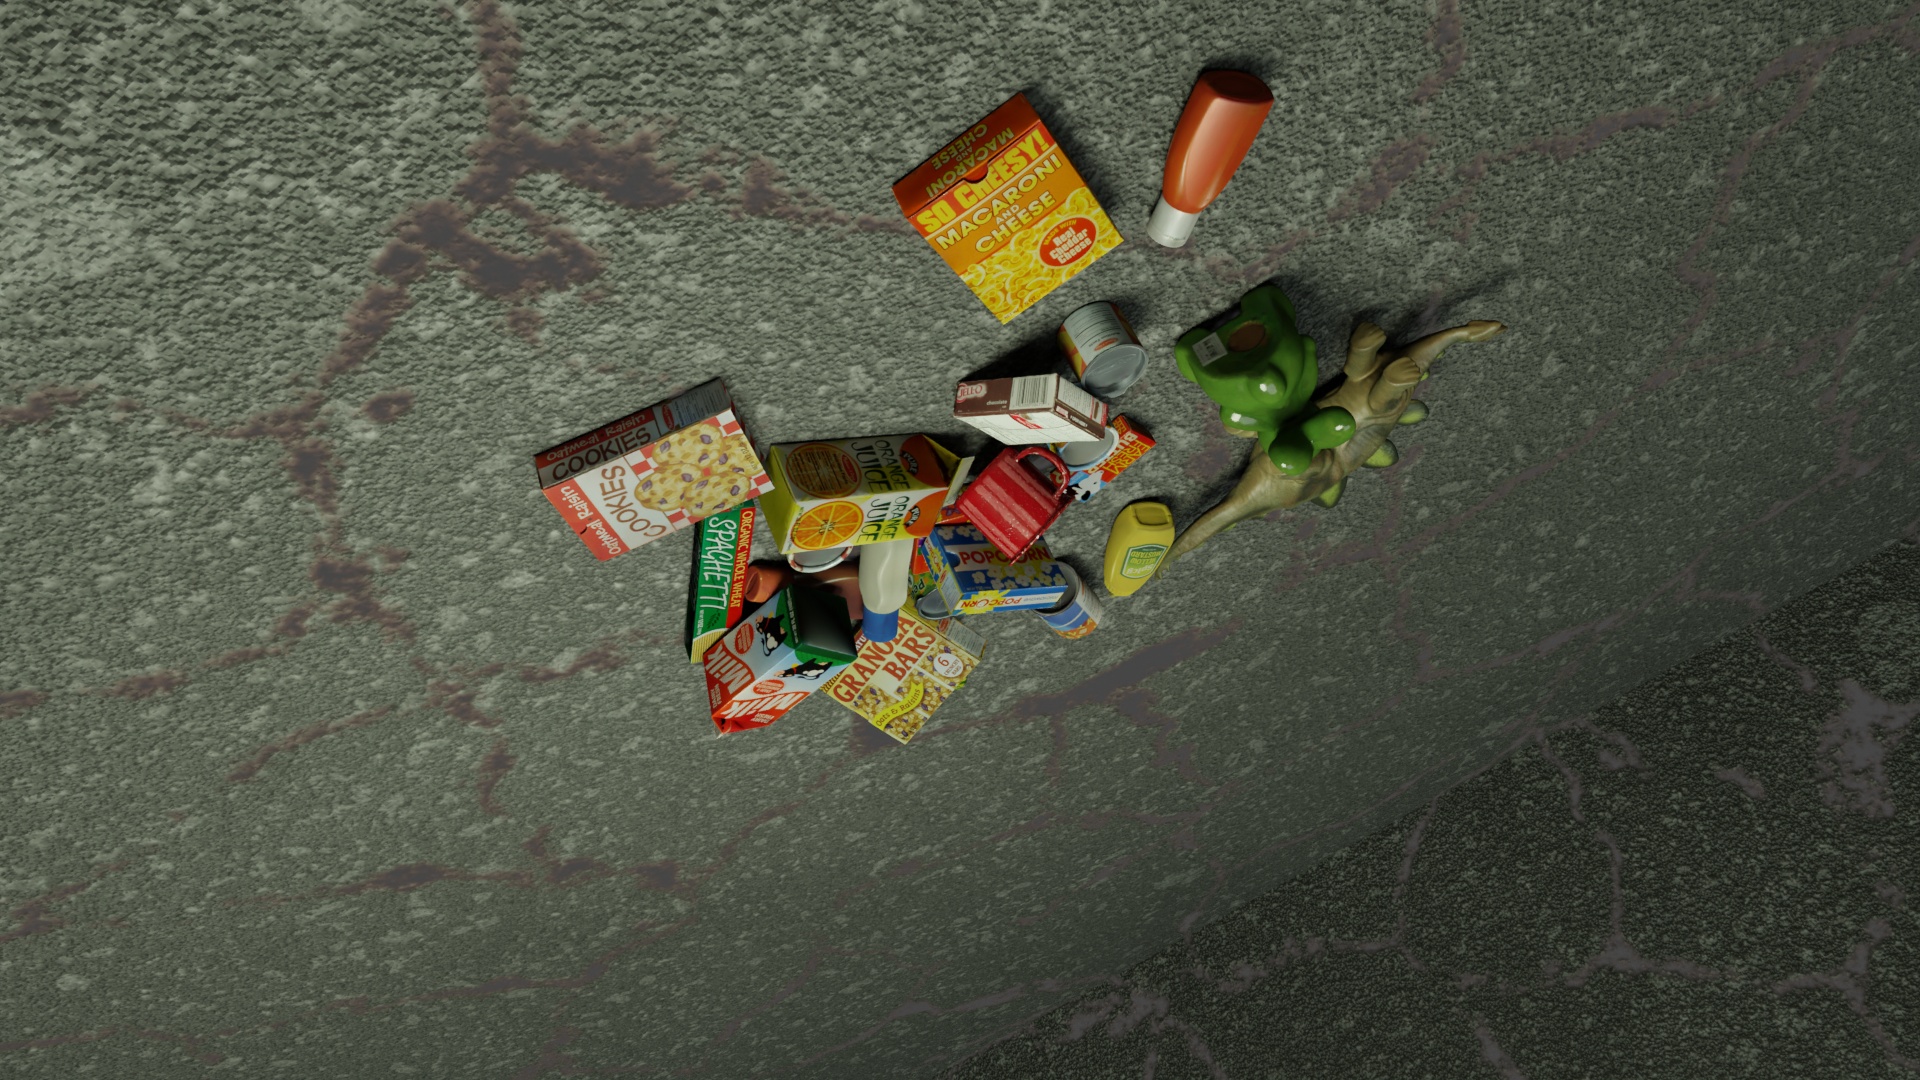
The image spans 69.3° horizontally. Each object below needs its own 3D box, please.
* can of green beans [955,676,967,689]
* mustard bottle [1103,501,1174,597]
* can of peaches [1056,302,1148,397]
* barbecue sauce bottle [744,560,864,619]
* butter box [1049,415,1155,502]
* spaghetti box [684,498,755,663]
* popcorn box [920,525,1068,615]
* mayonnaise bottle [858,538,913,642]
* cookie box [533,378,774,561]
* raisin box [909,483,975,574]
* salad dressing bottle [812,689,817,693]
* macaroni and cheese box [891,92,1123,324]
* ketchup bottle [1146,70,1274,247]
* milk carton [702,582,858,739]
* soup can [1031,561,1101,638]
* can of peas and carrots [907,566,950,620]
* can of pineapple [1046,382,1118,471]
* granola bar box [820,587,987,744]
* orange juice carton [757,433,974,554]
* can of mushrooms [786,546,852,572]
[{"bbox_3d":[-0.031,0.143,1.595,0.058,0.071,0.071,-7,144,-25],"label":"can of green beans"},{"bbox_3d":[0.196,0.020,1.584,0.065,0.049,0.159,-2,142,-13],"label":"mustard bottle"},{"bbox_3d":[0.128,-0.171,1.255,0.071,0.058,0.071,-18,148,-12],"label":"can of peaches"},{"bbox_3d":[-0.146,0.048,1.402,0.149,0.044,0.064,6,130,-38],"label":"barbecue sauce bottle"},{"bbox_3d":[0.146,-0.083,1.426,0.103,0.024,0.053,-40,145,24],"label":"butter box"},{"bbox_3d":[-0.234,0.037,1.341,0.050,0.029,0.248,-11,146,-22],"label":"spaghetti box"},{"bbox_3d":[0.034,0.027,1.377,0.127,0.085,0.038,-3,142,-32],"label":"popcorn box"},{"bbox_3d":[-0.075,0.032,1.374,0.041,0.065,0.147,-13,128,-27],"label":"mayonnaise bottle"},{"bbox_3d":[-0.257,-0.056,1.180,0.167,0.040,0.122,-23,148,-2],"label":"cookie box"},{"bbox_3d":[0.005,-0.018,1.413,0.124,0.040,0.085,-15,147,-17],"label":"raisin box"},{"bbox_3d":[-0.178,0.112,1.476,0.064,0.044,0.147,-14,145,-7],"label":"salad dressing bottle"},{"bbox_3d":[0.041,-0.255,1.091,0.123,0.040,0.166,-34,147,13],"label":"macaroni and cheese box"},{"bbox_3d":[0.194,-0.304,1.120,0.065,0.044,0.148,-6,144,-25],"label":"ketchup bottle"},{"bbox_3d":[-0.194,0.126,1.385,0.073,0.072,0.190,19,135,-42],"label":"milk carton"},{"bbox_3d":[0.116,0.070,1.590,0.071,0.071,0.083,-31,148,10],"label":"soup can"},{"bbox_3d":[-0.026,0.042,1.461,0.071,0.059,0.070,-17,147,-11],"label":"can of peas and carrots"},{"bbox_3d":[0.110,-0.108,1.334,0.071,0.058,0.070,-17,147,-11],"label":"can of pineapple"},{"bbox_3d":[-0.067,0.136,1.523,0.124,0.039,0.164,34,125,-6],"label":"granola bar box"},{"bbox_3d":[-0.081,-0.047,1.281,0.193,0.073,0.071,-7,143,-27],"label":"orange juice carton"},{"bbox_3d":[-0.139,-0.002,1.344,0.071,0.033,0.070,-17,147,-11],"label":"can of mushrooms"}]
